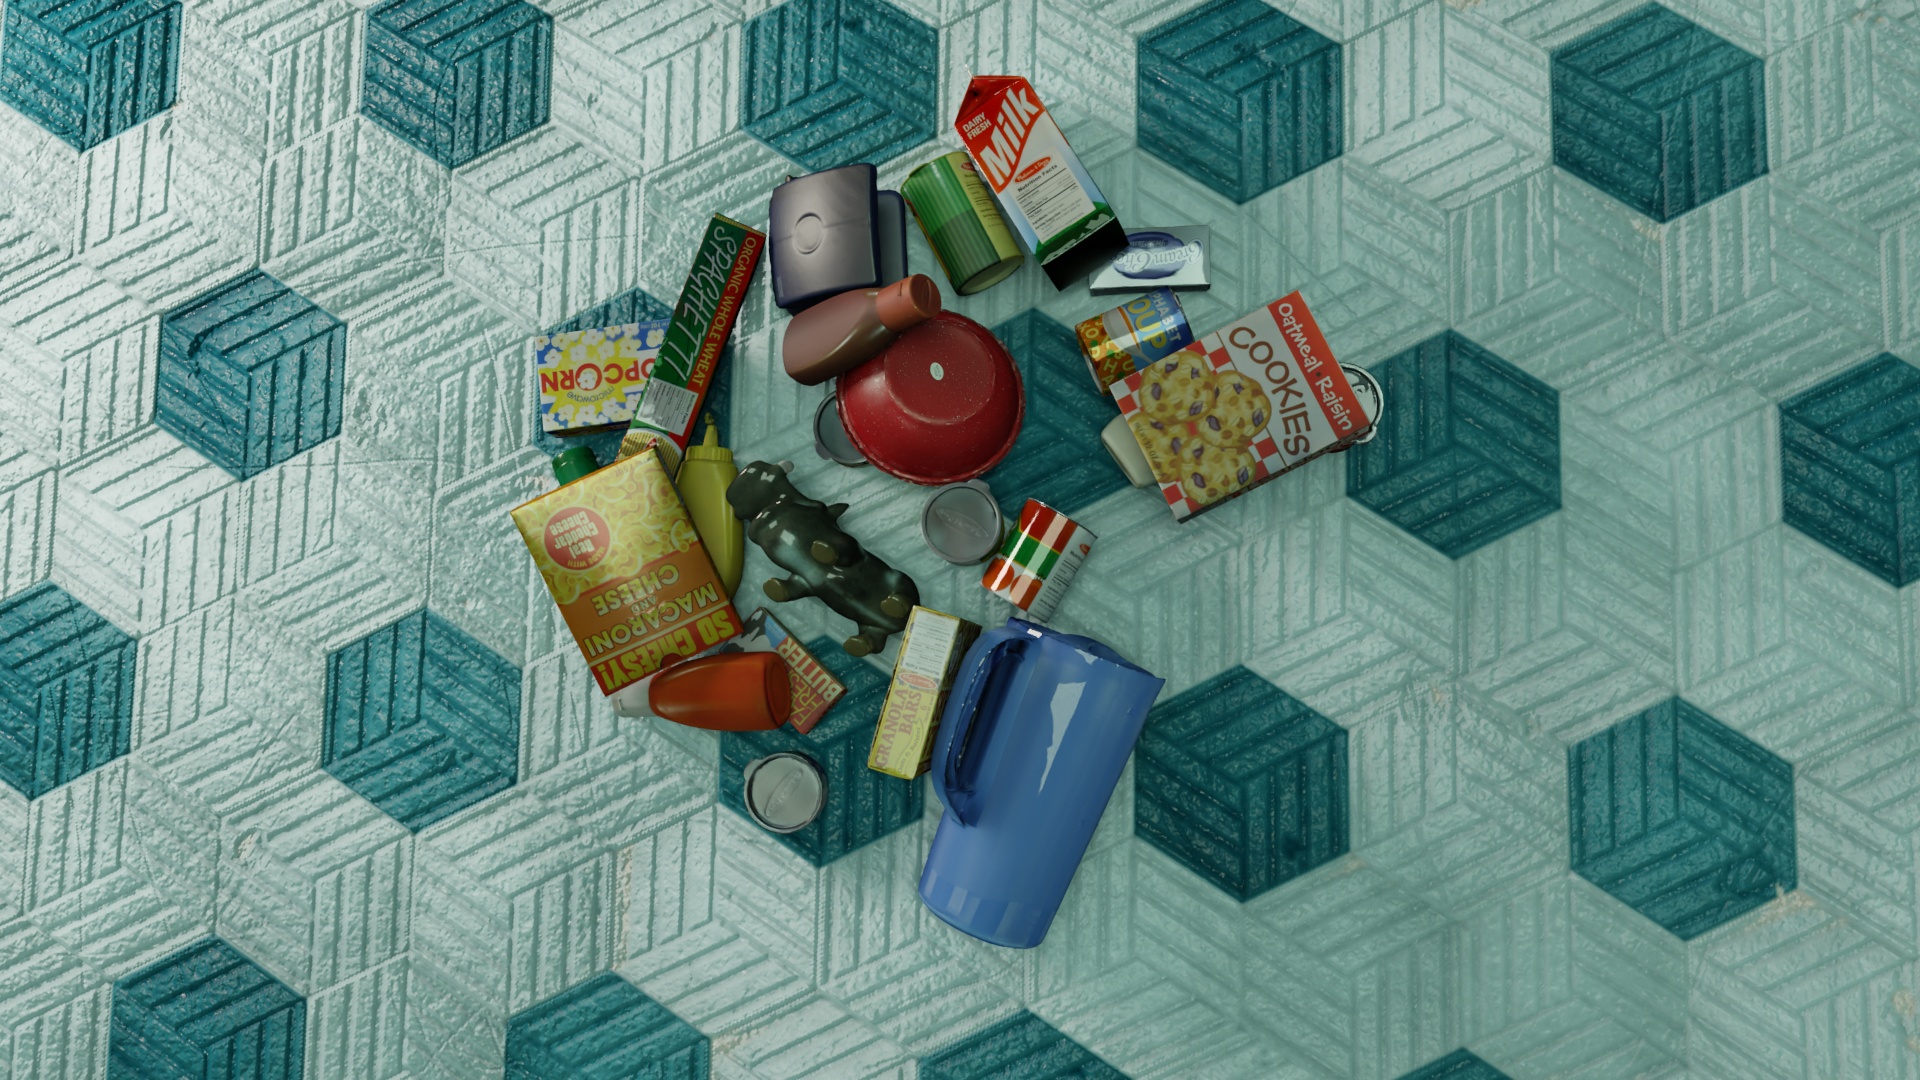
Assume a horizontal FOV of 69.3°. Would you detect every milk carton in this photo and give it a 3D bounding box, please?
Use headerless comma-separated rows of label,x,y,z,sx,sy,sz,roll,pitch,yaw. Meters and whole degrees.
milk carton,0.058,-0.311,1.158,0.073,0.072,0.191,-32,75,10

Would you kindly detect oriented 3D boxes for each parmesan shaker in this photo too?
parmesan shaker,0.000,-0.266,1.170,0.071,0.071,0.103,-28,84,1

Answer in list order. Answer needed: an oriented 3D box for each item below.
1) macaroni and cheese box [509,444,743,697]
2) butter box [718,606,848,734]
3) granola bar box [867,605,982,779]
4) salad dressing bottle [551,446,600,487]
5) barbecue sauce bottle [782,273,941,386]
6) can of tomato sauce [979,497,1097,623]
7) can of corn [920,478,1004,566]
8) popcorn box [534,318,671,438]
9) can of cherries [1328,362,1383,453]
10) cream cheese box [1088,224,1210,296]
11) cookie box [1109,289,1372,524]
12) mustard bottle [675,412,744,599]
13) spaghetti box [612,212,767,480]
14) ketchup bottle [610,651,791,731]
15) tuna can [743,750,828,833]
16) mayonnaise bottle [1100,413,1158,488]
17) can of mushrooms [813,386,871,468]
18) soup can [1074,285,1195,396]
macaroni and cheese box,-0.264,0.024,1.112,0.124,0.040,0.166,-25,100,-4
butter box,-0.149,0.109,1.168,0.103,0.024,0.053,44,90,7
granola bar box,-0.026,0.117,1.088,0.039,0.165,0.124,16,86,8
salad dressing bottle,-0.301,-0.008,1.174,0.044,0.064,0.148,-31,77,17
barbecue sauce bottle,-0.080,-0.173,1.112,0.148,0.043,0.065,-16,60,41
can of tomato sauce,0.062,0.016,1.142,0.071,0.071,0.083,30,88,6
can of corn,0.004,-0.014,1.152,0.071,0.058,0.071,0,85,4
popcorn box,-0.297,-0.139,1.196,0.127,0.038,0.085,-7,86,4
can of cherries,0.308,-0.105,1.139,0.071,0.058,0.071,0,84,4
cream cheese box,0.160,-0.238,1.179,0.104,0.024,0.053,-2,86,4
cookie box,0.221,-0.105,1.102,0.167,0.040,0.123,-27,79,9
mustard bottle,-0.214,-0.028,1.174,0.065,0.049,0.160,3,84,8
spaghetti box,-0.227,-0.151,1.161,0.050,0.028,0.250,21,80,-9
ketchup bottle,-0.216,0.126,1.147,0.149,0.044,0.064,-4,105,18
tuna can,-0.146,0.207,1.155,0.071,0.033,0.071,0,85,4
mayonnaise bottle,0.192,-0.107,1.157,0.148,0.041,0.065,-35,83,-1
can of mushrooms,-0.092,-0.094,1.179,0.071,0.033,0.071,0,85,4
soup can,0.145,-0.166,1.150,0.084,0.071,0.071,-23,84,2
